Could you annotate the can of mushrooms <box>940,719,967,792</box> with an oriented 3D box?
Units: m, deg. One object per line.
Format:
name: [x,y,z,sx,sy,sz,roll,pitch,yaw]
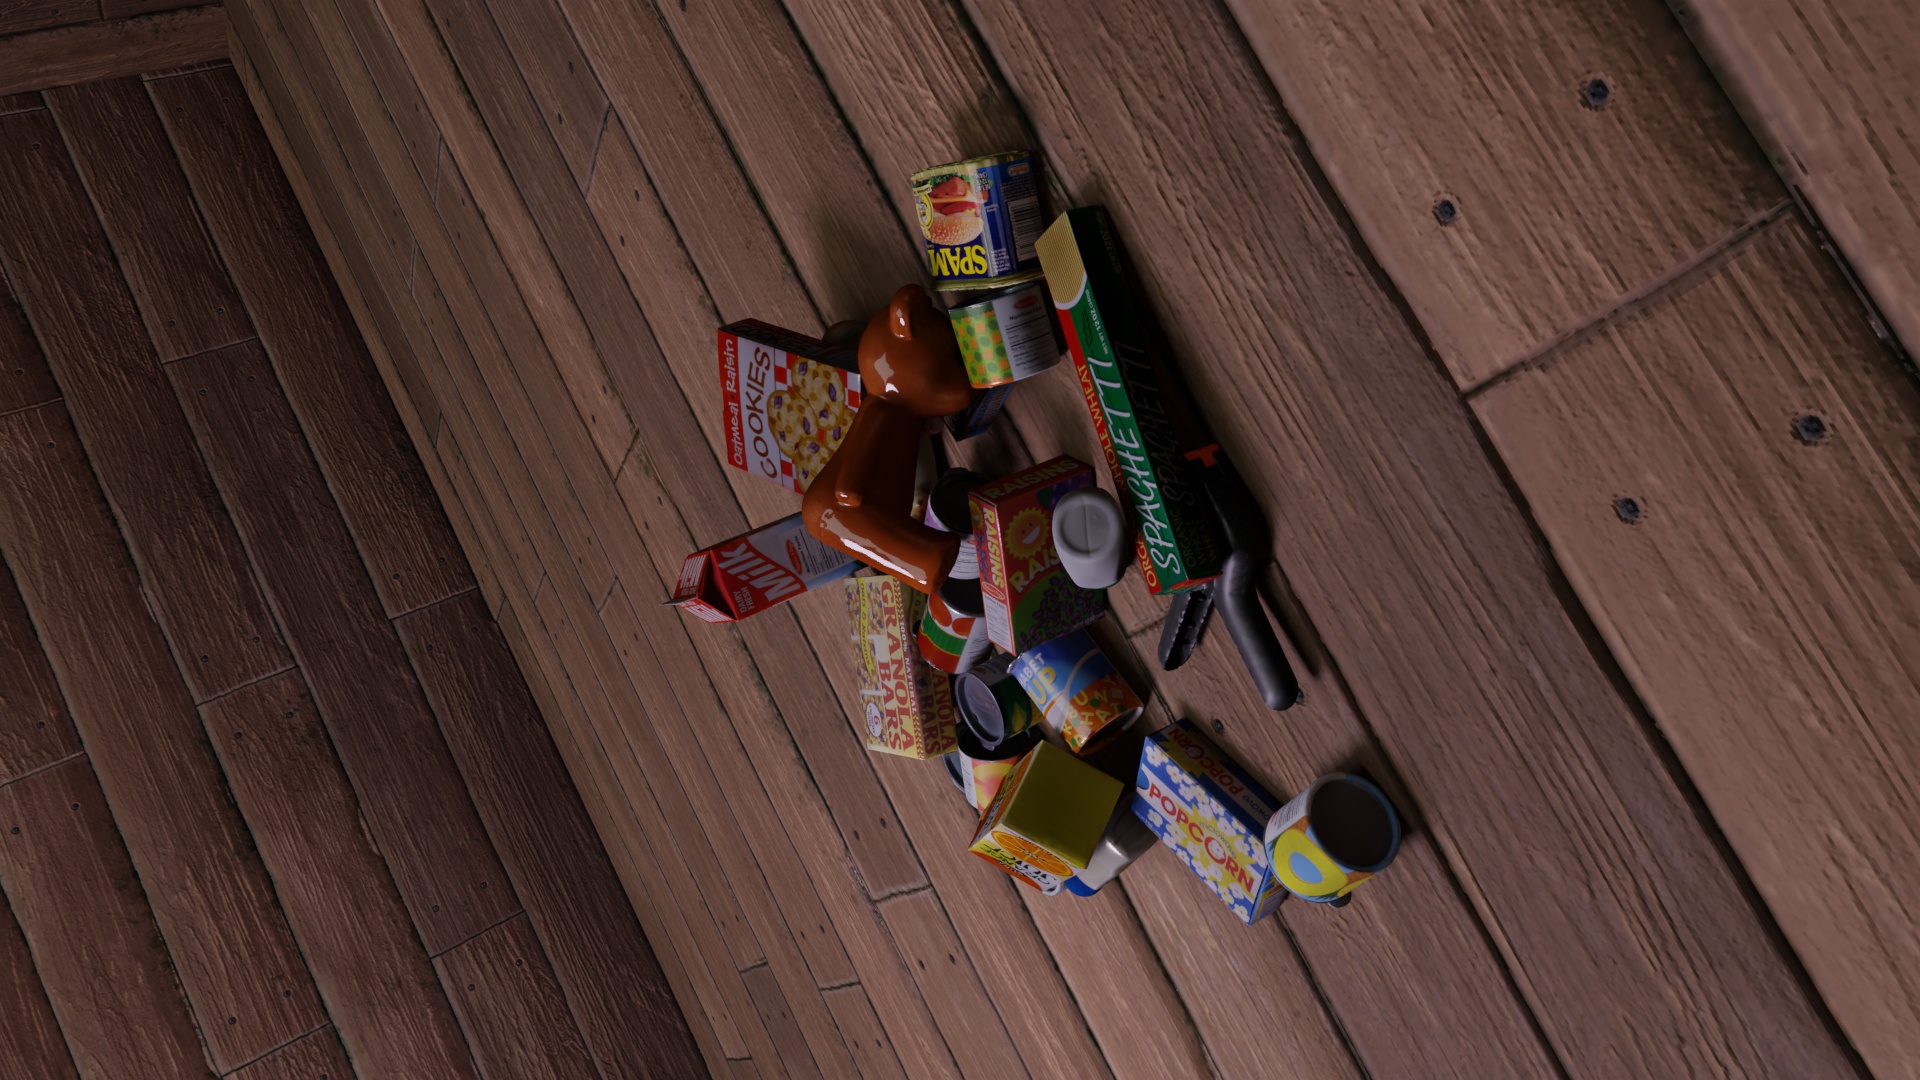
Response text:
can of mushrooms: [0.010,0.196,1.275,0.071,0.033,0.070,38,141,40]

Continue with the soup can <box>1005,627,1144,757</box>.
soup can: [0.086,0.113,1.049,0.084,0.071,0.071,53,148,23]

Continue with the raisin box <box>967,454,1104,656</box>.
raisin box: [0.057,0.010,1.009,0.040,0.086,0.122,31,135,53]

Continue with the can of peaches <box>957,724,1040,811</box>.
can of peaches: [0.036,0.193,1.199,0.071,0.071,0.057,28,133,48]

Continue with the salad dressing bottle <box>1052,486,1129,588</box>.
salad dressing bottle: [0.090,0.005,0.927,0.147,0.044,0.064,48,-144,-76]

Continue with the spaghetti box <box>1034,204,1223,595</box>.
spaghetti box: [0.105,-0.088,0.875,0.050,0.029,0.250,-36,69,64]

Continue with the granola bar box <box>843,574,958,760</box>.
granola bar box: [-0.055,0.112,1.281,0.124,0.039,0.165,-7,91,62]

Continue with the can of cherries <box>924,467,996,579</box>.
can of cherries: [0.004,-0.014,1.103,0.071,0.072,0.058,50,148,28]

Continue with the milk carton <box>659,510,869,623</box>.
milk carton: [-0.189,0.026,1.318,0.072,0.191,0.073,-11,100,60]

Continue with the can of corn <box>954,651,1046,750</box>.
can of corn: [0.039,0.131,1.155,0.071,0.058,0.070,38,140,41]

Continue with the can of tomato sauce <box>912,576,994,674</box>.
can of tomato sauce: [0.001,0.060,1.156,0.071,0.071,0.082,51,147,26]

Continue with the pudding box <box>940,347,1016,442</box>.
pudding box: [0.009,-0.118,1.054,0.050,0.030,0.083,59,150,15]

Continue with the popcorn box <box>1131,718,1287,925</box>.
popcorn box: [0.181,0.199,0.988,0.127,0.038,0.084,42,144,36]

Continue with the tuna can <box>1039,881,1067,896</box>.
tuna can: [0.077,0.274,1.220,0.071,0.033,0.070,38,140,40]

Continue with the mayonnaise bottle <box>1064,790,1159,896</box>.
mayonnaise bottle: [0.118,0.247,1.107,0.041,0.065,0.147,44,150,13]

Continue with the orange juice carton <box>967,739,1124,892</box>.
orange juice carton: [0.061,0.223,1.097,0.072,0.073,0.192,28,158,2]

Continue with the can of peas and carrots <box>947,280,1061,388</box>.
can of peas and carrots: [0.030,-0.143,0.965,0.071,0.071,0.058,4,114,58]

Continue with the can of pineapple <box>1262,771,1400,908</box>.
can of pineapple: [0.233,0.186,0.866,0.071,0.071,0.057,55,149,19]

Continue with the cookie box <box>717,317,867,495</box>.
cookie box: [-0.125,-0.100,1.115,0.167,0.040,0.122,22,124,36]
